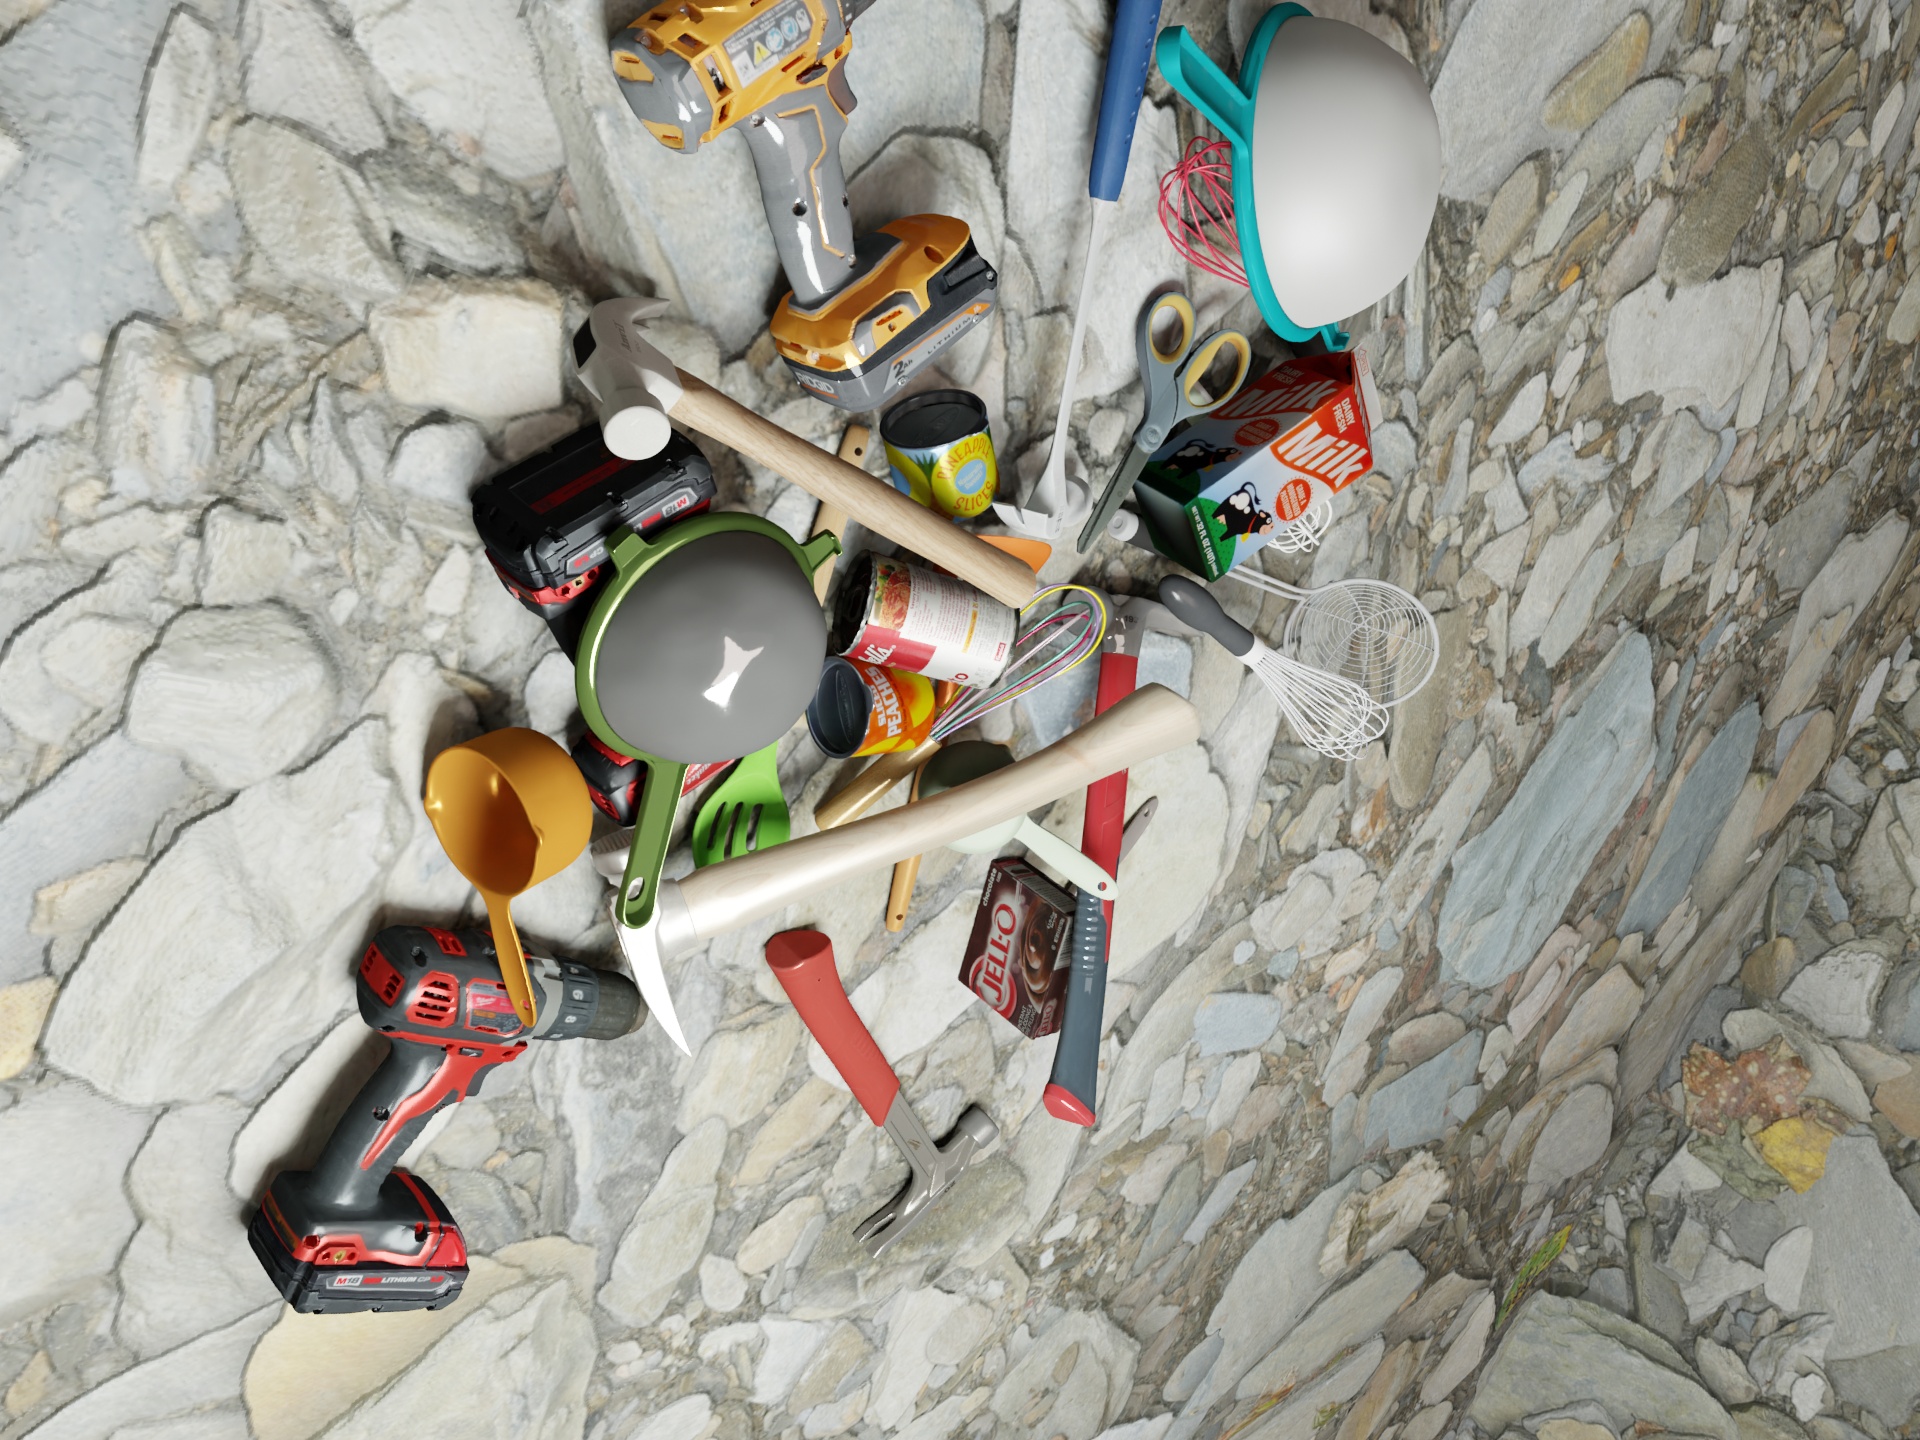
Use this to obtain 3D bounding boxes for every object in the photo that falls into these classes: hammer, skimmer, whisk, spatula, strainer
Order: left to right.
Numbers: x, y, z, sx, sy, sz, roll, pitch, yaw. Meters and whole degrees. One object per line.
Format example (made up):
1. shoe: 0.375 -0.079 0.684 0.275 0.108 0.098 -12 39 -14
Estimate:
1. strainer: -0.139 0.016 0.863 0.151 0.069 0.256 -5 121 -46
2. hammer: -0.072 -0.134 0.875 0.031 0.130 0.331 -43 139 22
3. hammer: -0.076 0.281 1.222 0.149 0.037 0.358 -41 137 -17
4. hammer: -0.022 0.076 1.033 0.410 0.038 0.146 -20 107 -18
5. spatula: -0.014 0.015 1.107 0.081 0.041 0.322 2 116 -23
6. whisk: 0.000 -0.002 1.063 0.245 0.051 0.047 -40 133 10
7. hammer: 0.085 -0.306 0.969 0.144 0.035 0.405 -42 144 -66
8. hammer: 0.112 0.102 1.178 0.143 0.038 0.386 10 85 -48
9. whisk: 0.210 -0.196 1.184 0.059 0.058 0.246 -33 139 20
10. whisk: 0.212 -0.307 1.108 0.073 0.073 0.295 -58 145 2
11. whisk: 0.244 -0.042 1.251 0.284 0.070 0.070 31 92 -37
12. skimmer: 0.247 -0.087 1.253 0.363 0.090 0.127 14 139 -44
13. strainer: 0.222 -0.353 0.963 0.340 0.095 0.211 0 94 -61

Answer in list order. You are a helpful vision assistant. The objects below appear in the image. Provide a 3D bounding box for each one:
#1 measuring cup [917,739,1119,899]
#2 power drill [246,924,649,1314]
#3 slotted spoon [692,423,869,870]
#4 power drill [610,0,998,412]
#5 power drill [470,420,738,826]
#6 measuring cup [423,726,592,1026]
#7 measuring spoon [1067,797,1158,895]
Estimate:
1. measuring cup: 0.045 0.080 1.098 0.167 0.038 0.083 36 98 -11
2. power drill: -0.299 0.233 0.951 0.187 0.080 0.226 22 96 -49
3. slotted spoon: -0.107 -0.033 0.998 0.070 0.031 0.313 8 108 -36
4. power drill: -0.058 -0.303 0.838 0.185 0.084 0.226 -43 133 -16
5. power drill: -0.171 -0.053 0.890 0.143 0.079 0.219 -35 137 -23
6. measuring cup: -0.240 0.086 0.887 0.052 0.095 0.173 -32 124 -49
7. measuring spoon: 0.125 0.111 1.324 0.124 0.018 0.034 -51 139 -16
